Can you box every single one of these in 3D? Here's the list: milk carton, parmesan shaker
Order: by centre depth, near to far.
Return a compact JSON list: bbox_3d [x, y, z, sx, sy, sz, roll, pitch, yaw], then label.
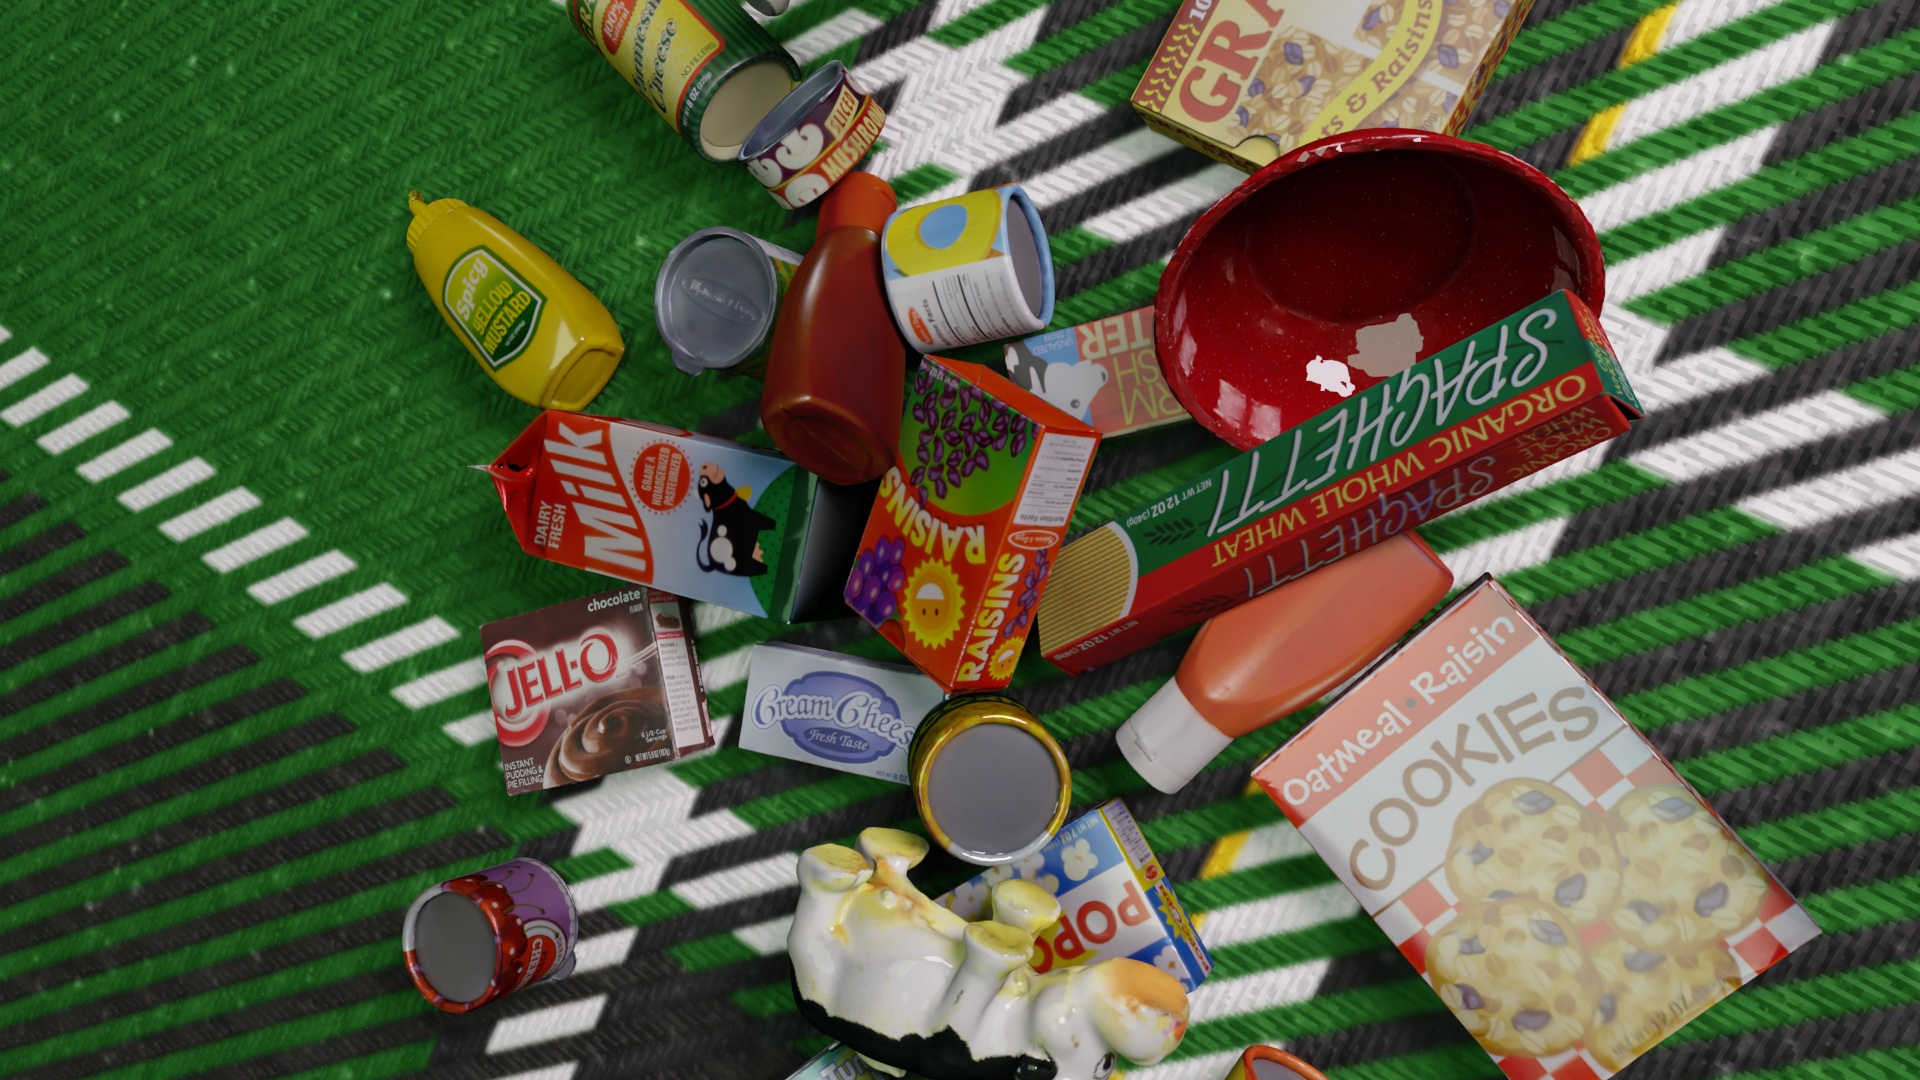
[{"bbox_3d":[-0.140,-0.017,0.670,0.191,0.072,0.073,13,95,22],"label":"milk carton"},{"bbox_3d":[-0.133,-0.243,0.673,0.103,0.071,0.071,47,106,16],"label":"parmesan shaker"}]

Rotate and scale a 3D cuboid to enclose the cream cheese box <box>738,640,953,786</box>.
[{"bbox_3d":[-0.053,0.081,0.659,0.104,0.024,0.053,8,91,22],"label":"cream cheese box"}]

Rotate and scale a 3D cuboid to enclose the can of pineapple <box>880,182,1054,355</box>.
[{"bbox_3d":[0.005,-0.122,0.617,0.058,0.071,0.071,-9,86,21],"label":"can of pineapple"}]

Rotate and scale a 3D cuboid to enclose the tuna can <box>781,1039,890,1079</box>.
[{"bbox_3d":[-0.064,0.255,0.638,0.071,0.071,0.033,-40,77,17],"label":"tuna can"}]

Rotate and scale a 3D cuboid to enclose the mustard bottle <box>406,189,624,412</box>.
[{"bbox_3d":[-0.246,-0.134,0.728,0.160,0.049,0.065,43,103,17],"label":"mustard bottle"}]

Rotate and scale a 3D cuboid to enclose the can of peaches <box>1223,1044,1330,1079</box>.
[{"bbox_3d":[0.125,0.247,0.560,0.071,0.071,0.058,35,102,19],"label":"can of peaches"}]

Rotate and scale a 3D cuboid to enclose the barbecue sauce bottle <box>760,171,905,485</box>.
[{"bbox_3d":[-0.051,-0.100,0.616,0.043,0.064,0.149,-20,50,31],"label":"barbecue sauce bottle"}]

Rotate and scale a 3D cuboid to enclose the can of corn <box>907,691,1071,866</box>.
[{"bbox_3d":[0.011,0.099,0.601,0.071,0.058,0.071,0,92,-5],"label":"can of corn"}]

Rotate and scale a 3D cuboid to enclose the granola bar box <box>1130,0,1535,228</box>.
[{"bbox_3d":[0.164,-0.225,0.568,0.124,0.039,0.165,32,100,20],"label":"granola bar box"}]

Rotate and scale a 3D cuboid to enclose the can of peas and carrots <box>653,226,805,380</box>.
[{"bbox_3d":[-0.103,-0.109,0.664,0.071,0.059,0.071,0,90,23],"label":"can of peas and carrots"}]

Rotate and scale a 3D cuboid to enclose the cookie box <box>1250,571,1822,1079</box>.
[{"bbox_3d":[0.216,0.115,0.541,0.122,0.040,0.168,-44,75,16],"label":"cookie box"}]

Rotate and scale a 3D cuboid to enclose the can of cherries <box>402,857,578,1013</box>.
[{"bbox_3d":[-0.240,0.204,0.715,0.071,0.058,0.071,0,89,23],"label":"can of cherries"}]

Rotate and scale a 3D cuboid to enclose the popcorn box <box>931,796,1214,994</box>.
[{"bbox_3d":[0.036,0.181,0.613,0.126,0.038,0.085,-34,77,18],"label":"popcorn box"}]

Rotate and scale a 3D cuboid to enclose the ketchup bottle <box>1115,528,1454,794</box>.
[{"bbox_3d":[0.128,0.044,0.575,0.148,0.043,0.065,-46,65,16],"label":"ketchup bottle"}]

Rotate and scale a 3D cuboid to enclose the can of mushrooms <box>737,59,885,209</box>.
[{"bbox_3d":[-0.068,-0.188,0.644,0.071,0.071,0.033,-35,118,18],"label":"can of mushrooms"}]

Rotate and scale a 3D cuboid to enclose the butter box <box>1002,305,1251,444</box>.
[{"bbox_3d":[0.074,-0.072,0.610,0.103,0.024,0.053,-12,85,22],"label":"butter box"}]

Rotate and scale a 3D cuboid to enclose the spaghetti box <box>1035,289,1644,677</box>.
[{"bbox_3d":[0.132,-0.015,0.545,0.249,0.028,0.050,-29,49,33],"label":"spaghetti box"}]

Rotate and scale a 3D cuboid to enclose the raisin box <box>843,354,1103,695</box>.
[{"bbox_3d":[0.002,-0.008,0.605,0.086,0.040,0.123,36,114,42],"label":"raisin box"}]
